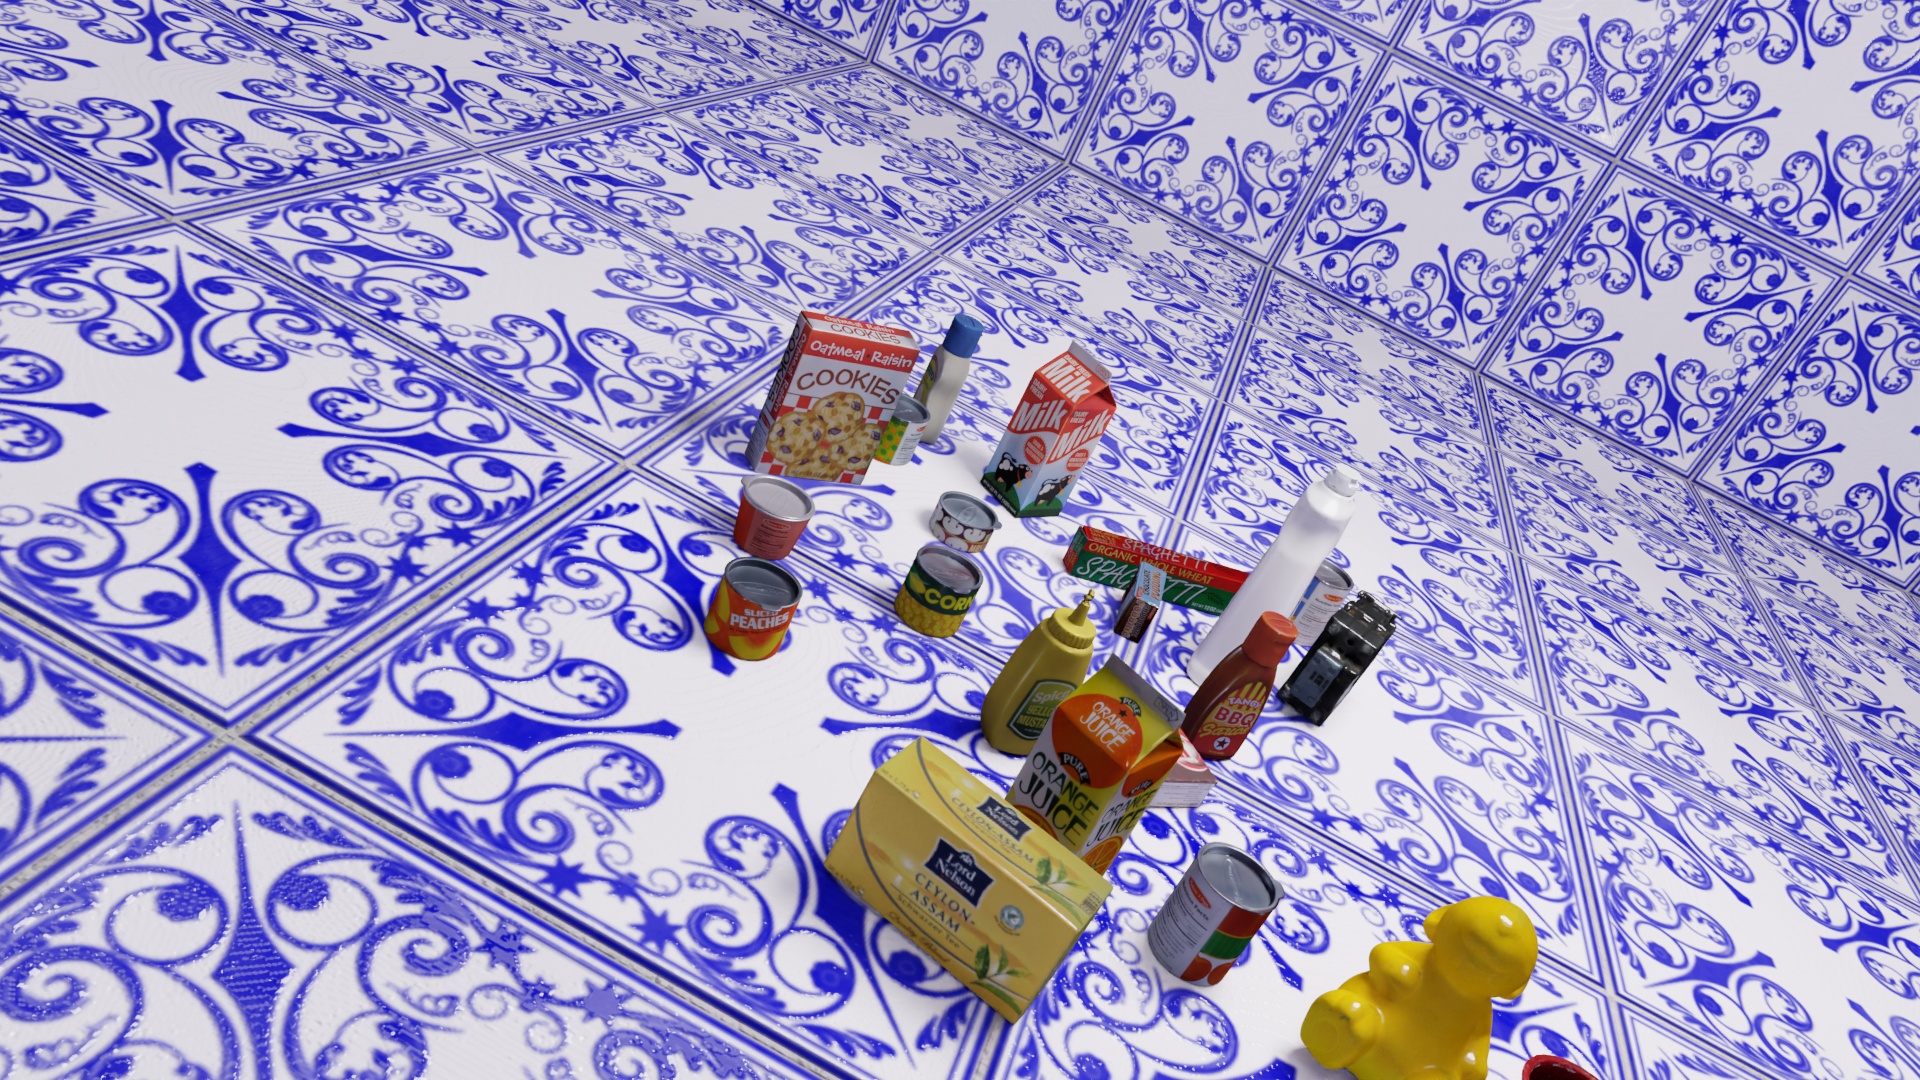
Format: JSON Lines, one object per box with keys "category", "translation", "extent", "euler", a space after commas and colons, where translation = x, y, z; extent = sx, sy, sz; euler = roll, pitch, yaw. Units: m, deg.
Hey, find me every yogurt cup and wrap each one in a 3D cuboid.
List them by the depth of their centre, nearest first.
{"category": "yogurt cup", "translation": [-0.172, -0.019, 1.258], "extent": [0.072, 0.053, 0.073], "euler": [20, 28, -11]}

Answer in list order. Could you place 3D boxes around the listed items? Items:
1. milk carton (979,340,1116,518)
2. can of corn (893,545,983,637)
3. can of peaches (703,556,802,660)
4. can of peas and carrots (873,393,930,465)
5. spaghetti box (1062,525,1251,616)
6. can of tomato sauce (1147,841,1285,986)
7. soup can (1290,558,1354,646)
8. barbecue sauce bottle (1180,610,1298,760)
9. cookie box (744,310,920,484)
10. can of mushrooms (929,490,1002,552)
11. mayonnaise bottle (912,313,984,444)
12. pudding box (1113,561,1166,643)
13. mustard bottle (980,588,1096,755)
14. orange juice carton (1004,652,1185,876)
{"category": "milk carton", "translation": [0.103, -0.121, 1.520], "extent": [0.073, 0.189, 0.072], "euler": [-3, 39, -44]}
{"category": "can of corn", "translation": [-0.020, 0.048, 1.265], "extent": [0.071, 0.058, 0.071], "euler": [20, 28, -11]}
{"category": "can of peaches", "translation": [-0.168, 0.057, 1.125], "extent": [0.071, 0.057, 0.071], "euler": [20, 28, -11]}
{"category": "can of peas and carrots", "translation": [-0.076, -0.125, 1.517], "extent": [0.071, 0.058, 0.071], "euler": [20, 28, -11]}
{"category": "spaghetti box", "translation": [0.231, 0.040, 1.501], "extent": [0.250, 0.050, 0.029], "euler": [15, 29, -20]}
{"category": "can of tomato sauce", "translation": [0.186, 0.275, 1.020], "extent": [0.071, 0.082, 0.071], "euler": [20, 28, -11]}
{"category": "soup can", "translation": [0.389, 0.065, 1.555], "extent": [0.071, 0.083, 0.072], "euler": [20, 28, -11]}
{"category": "barbecue sauce bottle", "translation": [0.252, 0.131, 1.255], "extent": [0.065, 0.147, 0.044], "euler": [13, 30, -24]}
{"category": "cookie box", "translation": [-0.128, -0.140, 1.381], "extent": [0.123, 0.166, 0.040], "euler": [6, 33, -34]}
{"category": "can of mushrooms", "translation": [0.005, -0.018, 1.428], "extent": [0.071, 0.033, 0.071], "euler": [20, 28, -11]}
{"category": "mayonnaise bottle", "translation": [-0.019, -0.185, 1.573], "extent": [0.041, 0.147, 0.065], "euler": [14, 29, -23]}
{"category": "pudding box", "translation": [0.184, 0.062, 1.423], "extent": [0.030, 0.049, 0.084], "euler": [27, 27, 1]}
{"category": "mustard bottle", "translation": [0.072, 0.104, 1.135], "extent": [0.065, 0.159, 0.049], "euler": [11, 31, -27]}
{"category": "orange juice carton", "translation": [0.092, 0.174, 0.997], "extent": [0.073, 0.191, 0.072], "euler": [-9, 43, -48]}
